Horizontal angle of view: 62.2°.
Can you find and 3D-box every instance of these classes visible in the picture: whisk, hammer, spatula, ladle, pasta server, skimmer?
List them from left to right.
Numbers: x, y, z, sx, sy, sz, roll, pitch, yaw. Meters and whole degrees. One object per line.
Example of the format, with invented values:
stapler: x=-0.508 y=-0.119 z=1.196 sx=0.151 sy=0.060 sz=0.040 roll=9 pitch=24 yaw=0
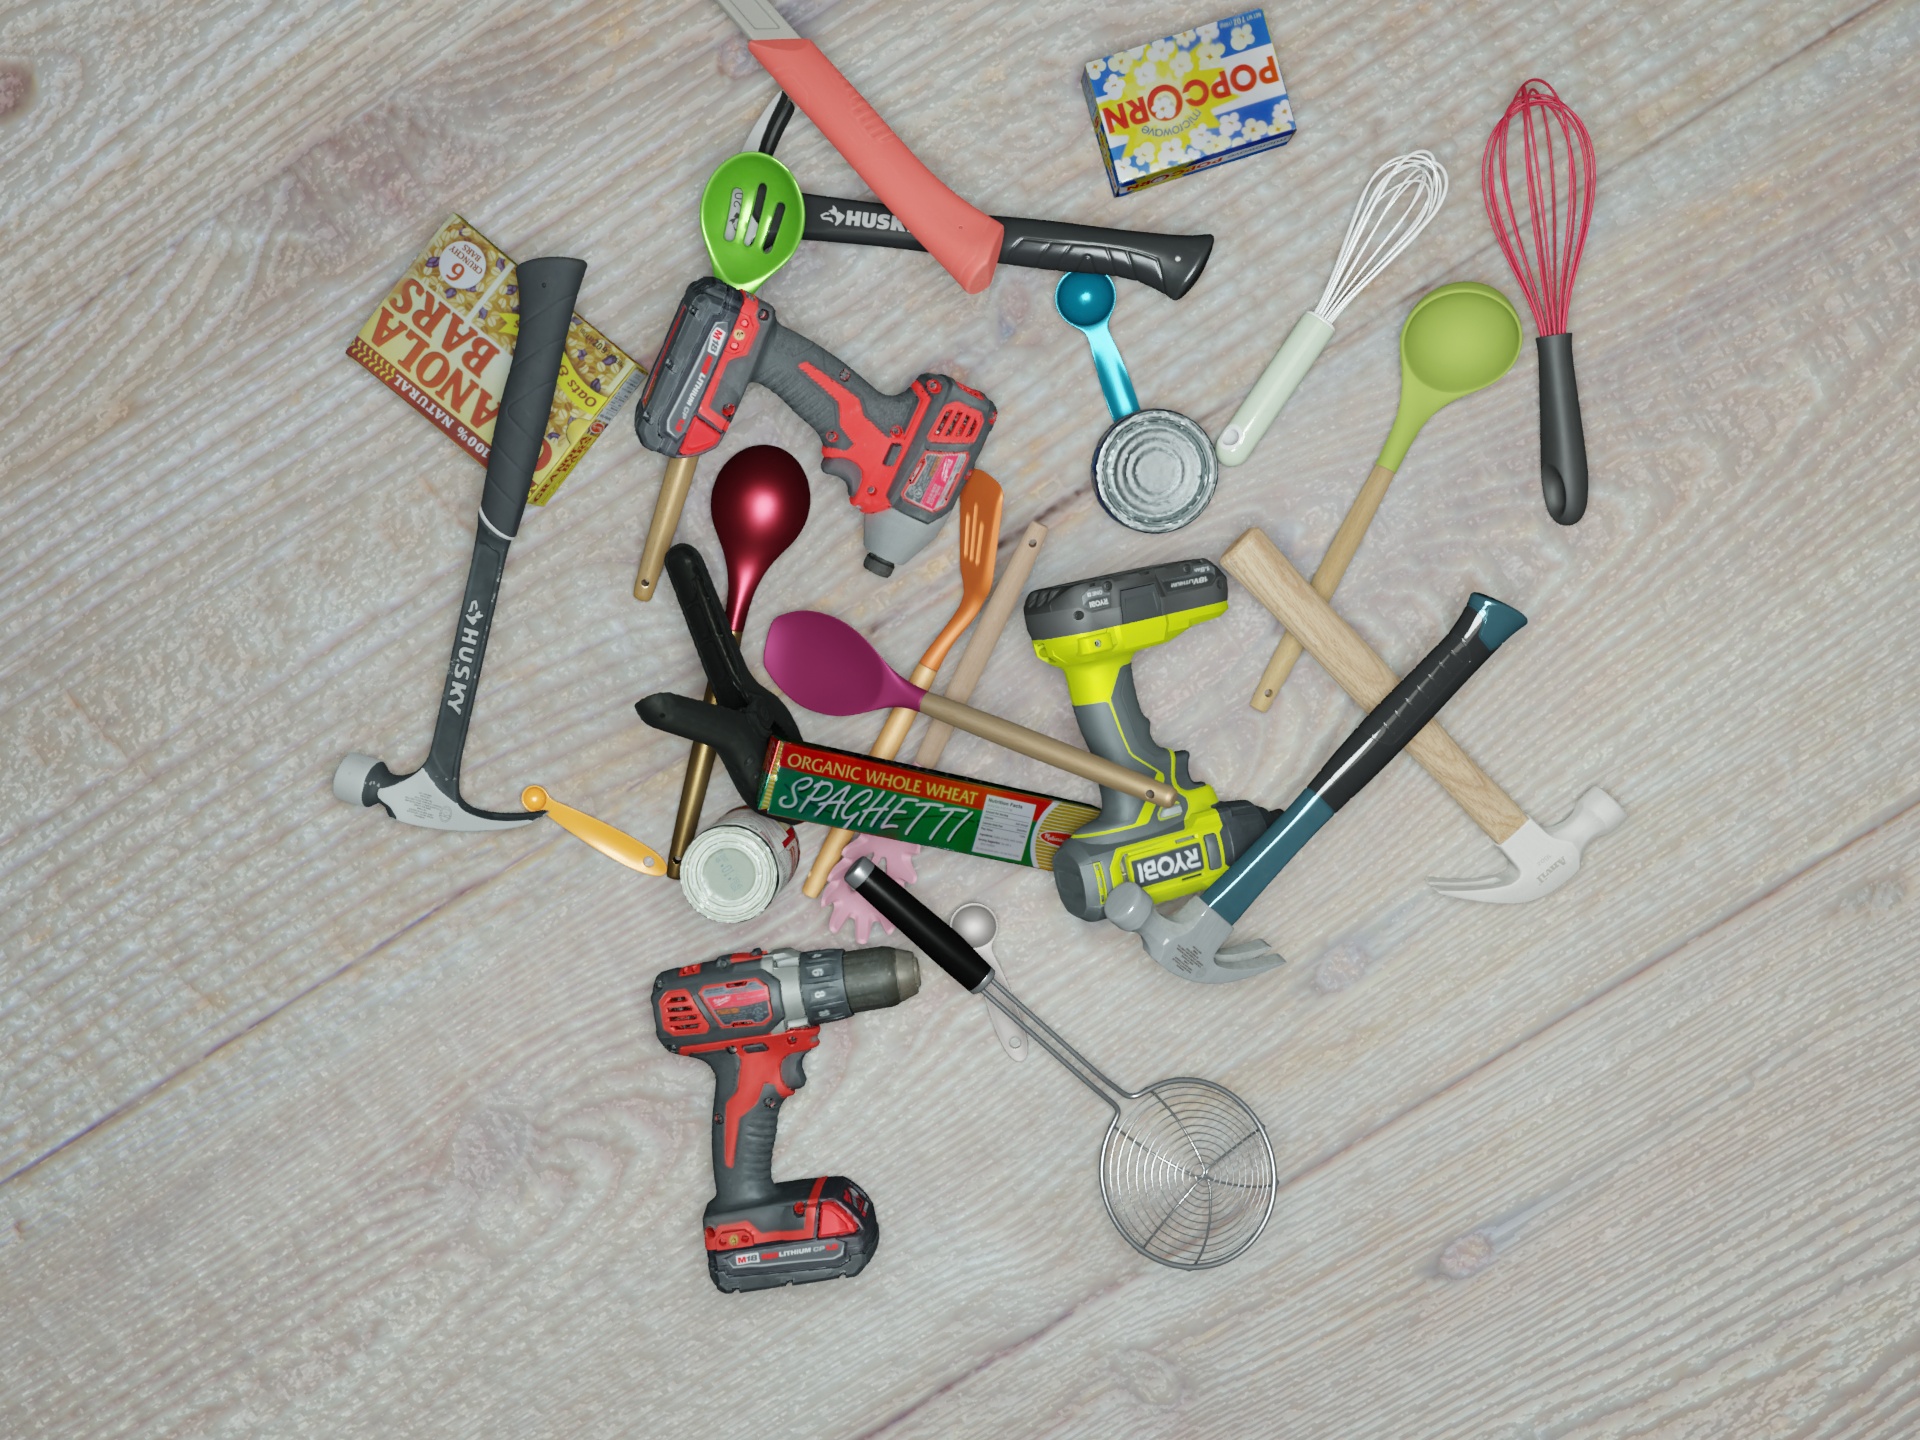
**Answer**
hammer: x=-0.316 y=-0.114 z=1.085 sx=0.149 sy=0.036 sz=0.409 roll=18 pitch=102 yaw=4
ladle: x=-0.168 y=-0.039 z=1.122 sx=0.069 sy=0.031 sz=0.315 roll=14 pitch=96 yaw=-3
hammer: x=-0.104 y=-0.415 z=1.050 sx=0.149 sy=0.036 sz=0.359 roll=-39 pitch=80 yaw=-4
spatula: x=-0.041 y=-0.020 z=1.107 sx=0.041 sy=0.081 sz=0.322 roll=24 pitch=100 yaw=-24
pasta server: x=-0.013 y=0.009 z=1.091 sx=0.060 sy=0.040 sz=0.316 roll=24 pitch=104 yaw=-10
hammer: x=0.003 y=-0.334 z=1.076 sx=0.335 sy=0.035 sz=0.146 roll=9 pitch=94 yaw=8
skimmer: x=0.061 y=0.225 z=1.082 sx=0.363 sy=0.090 sz=0.127 roll=42 pitch=96 yaw=-9
whisk: x=0.250 y=-0.278 z=1.084 sx=0.058 sy=0.059 sz=0.246 roll=40 pitch=100 yaw=36
hammer: x=0.246 y=0.042 z=1.046 sx=0.331 sy=0.033 sz=0.128 roll=-47 pitch=120 yaw=2
ladle: x=0.280 y=-0.147 z=1.084 sx=0.078 sy=0.062 sz=0.320 roll=27 pitch=97 yaw=-4
hammer: x=0.299 y=-0.002 z=1.087 sx=0.331 sy=0.031 sz=0.130 roll=44 pitch=97 yaw=-8
whisk: x=0.398 y=-0.279 z=1.072 sx=0.073 sy=0.073 sz=0.296 roll=-8 pitch=98 yaw=2

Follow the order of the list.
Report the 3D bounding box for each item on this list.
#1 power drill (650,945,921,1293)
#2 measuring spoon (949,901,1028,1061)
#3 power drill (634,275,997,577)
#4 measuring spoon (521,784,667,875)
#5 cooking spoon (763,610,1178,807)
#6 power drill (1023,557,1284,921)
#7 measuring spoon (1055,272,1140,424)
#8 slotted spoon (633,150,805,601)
power drill: x=-0.109 y=0.269 z=1.116 sx=0.188 sy=0.080 sz=0.227 roll=-9 pitch=90 yaw=2
measuring spoon: x=0.024 y=0.186 z=1.137 sx=0.034 sy=0.018 sz=0.124 roll=-18 pitch=100 yaw=3
power drill: x=-0.098 y=-0.191 z=1.059 sx=0.219 sy=0.079 sz=0.143 roll=21 pitch=105 yaw=-20
measuring spoon: x=-0.261 y=0.079 z=1.141 sx=0.117 sy=0.011 sz=0.021 roll=30 pitch=99 yaw=-4
cooking spoon: x=-0.002 y=-0.003 z=1.054 sx=0.319 sy=0.017 sz=0.068 roll=22 pitch=105 yaw=25
power drill: x=0.134 y=0.009 z=1.079 sx=0.171 sy=0.080 sz=0.223 roll=-13 pitch=96 yaw=-20
measuring spoon: x=0.101 y=-0.252 z=1.106 sx=0.042 sy=0.021 sz=0.128 roll=-20 pitch=102 yaw=5
slotted spoon: x=-0.176 y=-0.228 z=1.085 sx=0.070 sy=0.031 sz=0.313 roll=19 pitch=105 yaw=-4
